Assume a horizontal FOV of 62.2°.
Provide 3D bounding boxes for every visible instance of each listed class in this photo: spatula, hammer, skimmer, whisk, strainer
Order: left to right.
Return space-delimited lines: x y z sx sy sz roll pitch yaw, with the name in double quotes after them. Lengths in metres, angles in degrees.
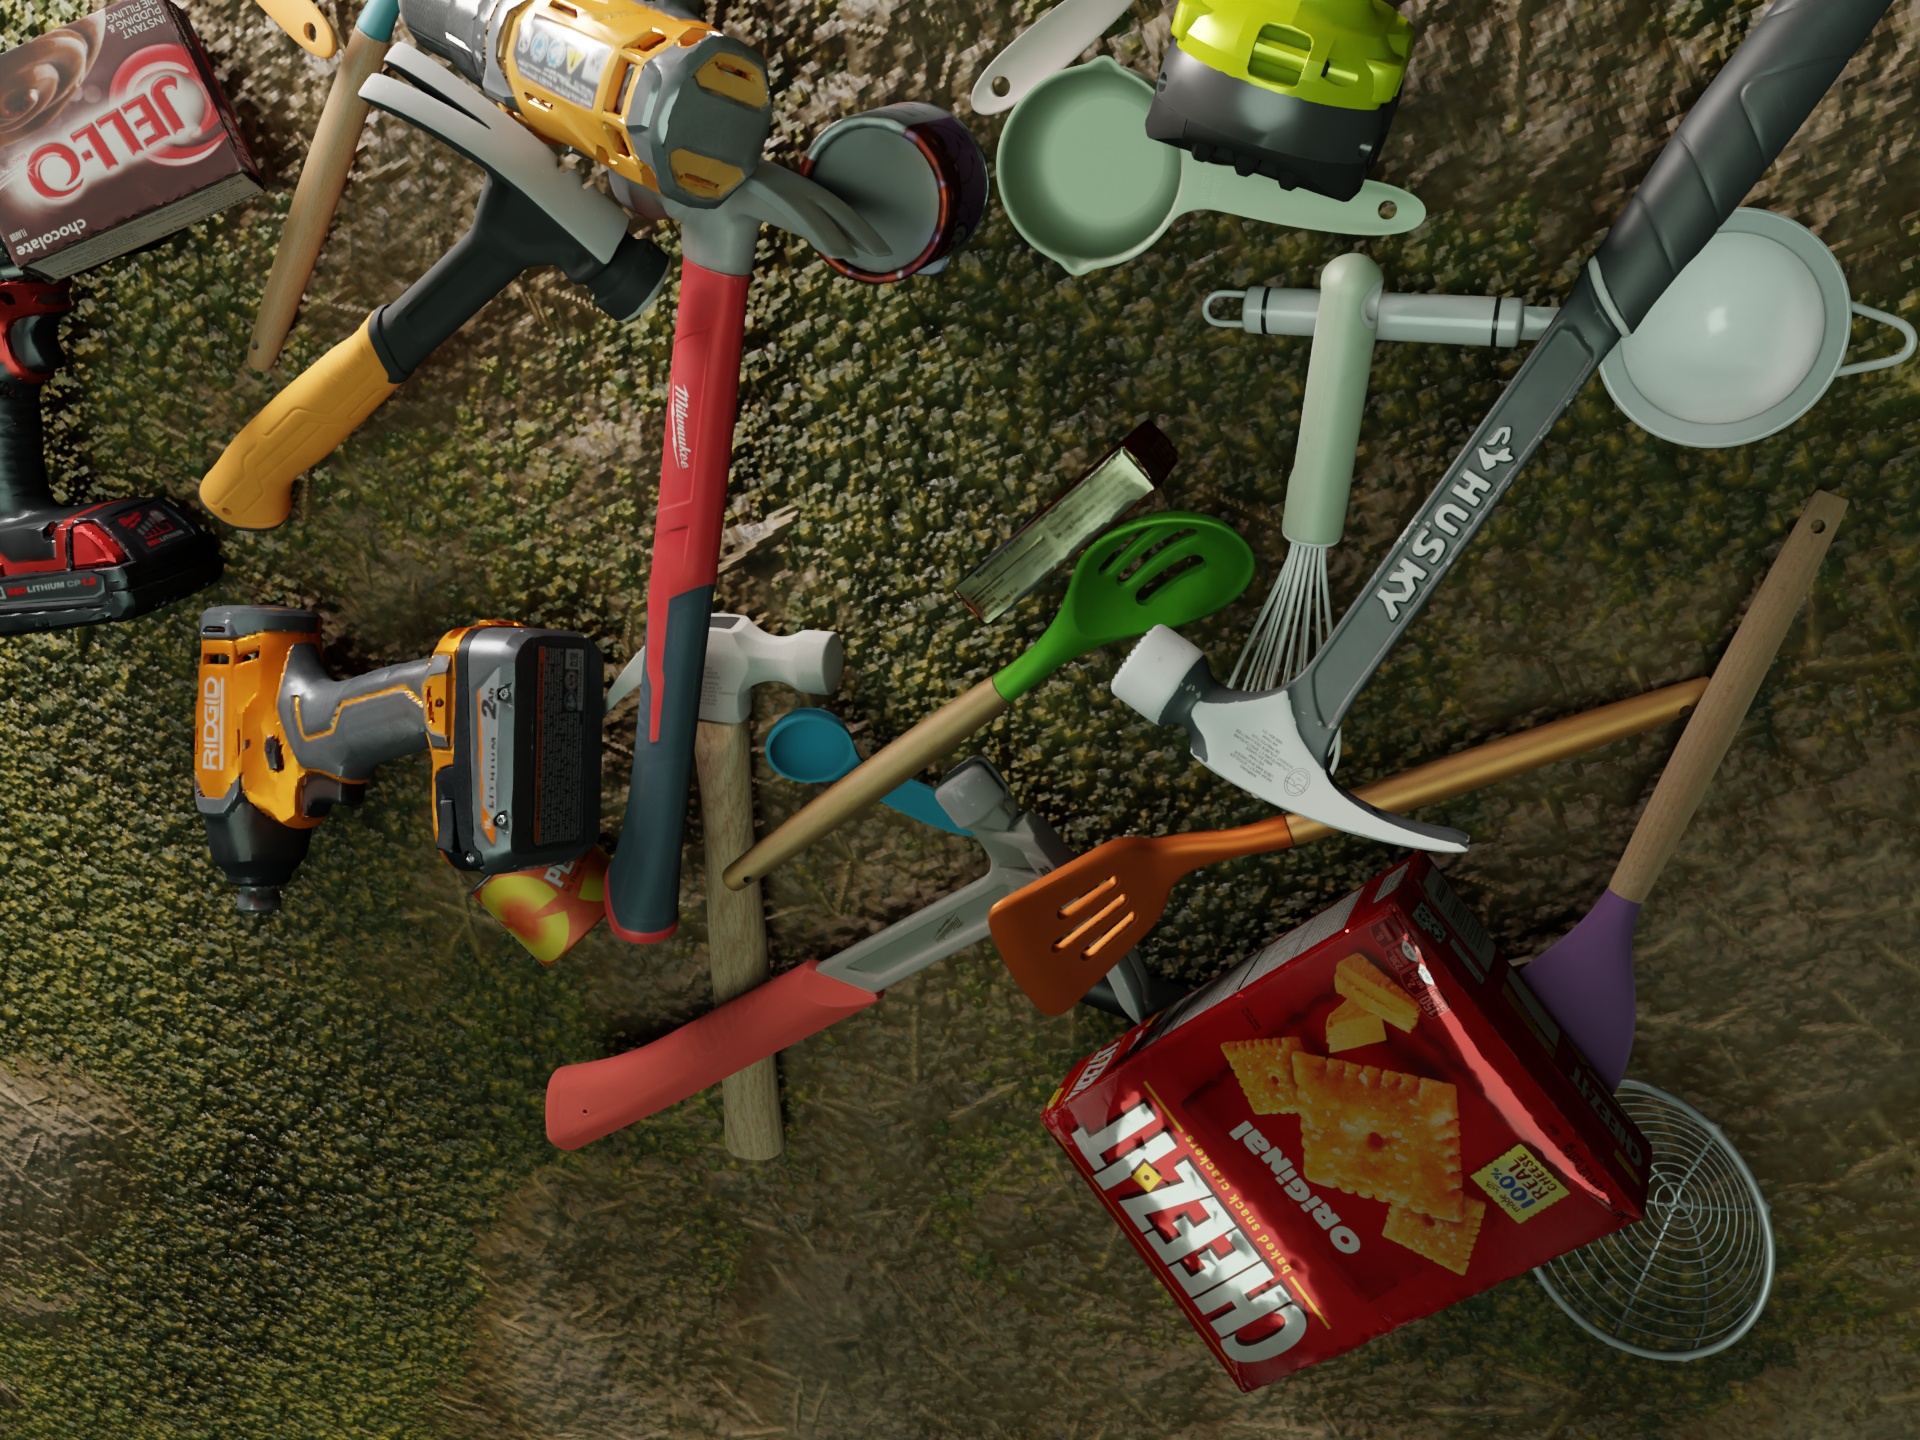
-0.280 -0.286 0.710 0.082 0.044 0.317 46 123 17 "spatula"
-0.273 -0.163 0.713 0.127 0.034 0.337 37 141 -30 "hammer"
-0.116 -0.052 0.716 0.143 0.038 0.386 33 125 34 "hammer"
-0.123 0.099 0.852 0.130 0.031 0.331 7 117 14 "hammer"
-0.082 0.156 0.827 0.359 0.037 0.149 -31 101 27 "hammer"
0.145 -0.071 0.665 0.059 0.058 0.246 22 126 29 "whisk"
0.170 0.047 0.696 0.322 0.041 0.080 -20 128 11 "spatula"
0.192 0.187 0.761 0.363 0.090 0.127 19 110 9 "skimmer"
0.221 -0.156 0.618 0.258 0.050 0.086 8 109 20 "strainer"
0.226 -0.132 0.575 0.149 0.036 0.409 37 106 10 "hammer"
0.296 0.053 0.675 0.060 0.018 0.315 24 109 17 "spatula"

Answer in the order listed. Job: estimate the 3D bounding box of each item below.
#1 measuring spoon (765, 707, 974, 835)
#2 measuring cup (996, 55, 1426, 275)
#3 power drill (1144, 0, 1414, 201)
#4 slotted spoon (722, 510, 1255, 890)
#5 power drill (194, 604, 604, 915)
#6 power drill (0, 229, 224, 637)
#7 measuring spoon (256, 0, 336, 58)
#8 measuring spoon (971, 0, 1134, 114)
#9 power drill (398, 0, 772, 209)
-0.038 0.025 0.781 0.128 0.021 0.042 27 124 -28 "measuring spoon"
0.099 -0.214 0.630 0.167 0.038 0.083 12 118 10 "measuring cup"
0.137 -0.300 0.512 0.080 0.171 0.223 21 128 7 "power drill"
-0.001 -0.002 0.727 0.313 0.031 0.070 -36 131 26 "slotted spoon"
-0.296 0.025 0.810 0.226 0.084 0.164 3 92 24 "power drill"
-0.453 -0.166 0.805 0.188 0.080 0.226 -6 109 12 "power drill"
-0.311 -0.326 0.698 0.117 0.011 0.021 44 127 16 "measuring spoon"
0.053 -0.280 0.628 0.124 0.018 0.034 -28 104 34 "measuring spoon"
-0.125 -0.327 0.592 0.185 0.084 0.226 33 111 28 "power drill"
